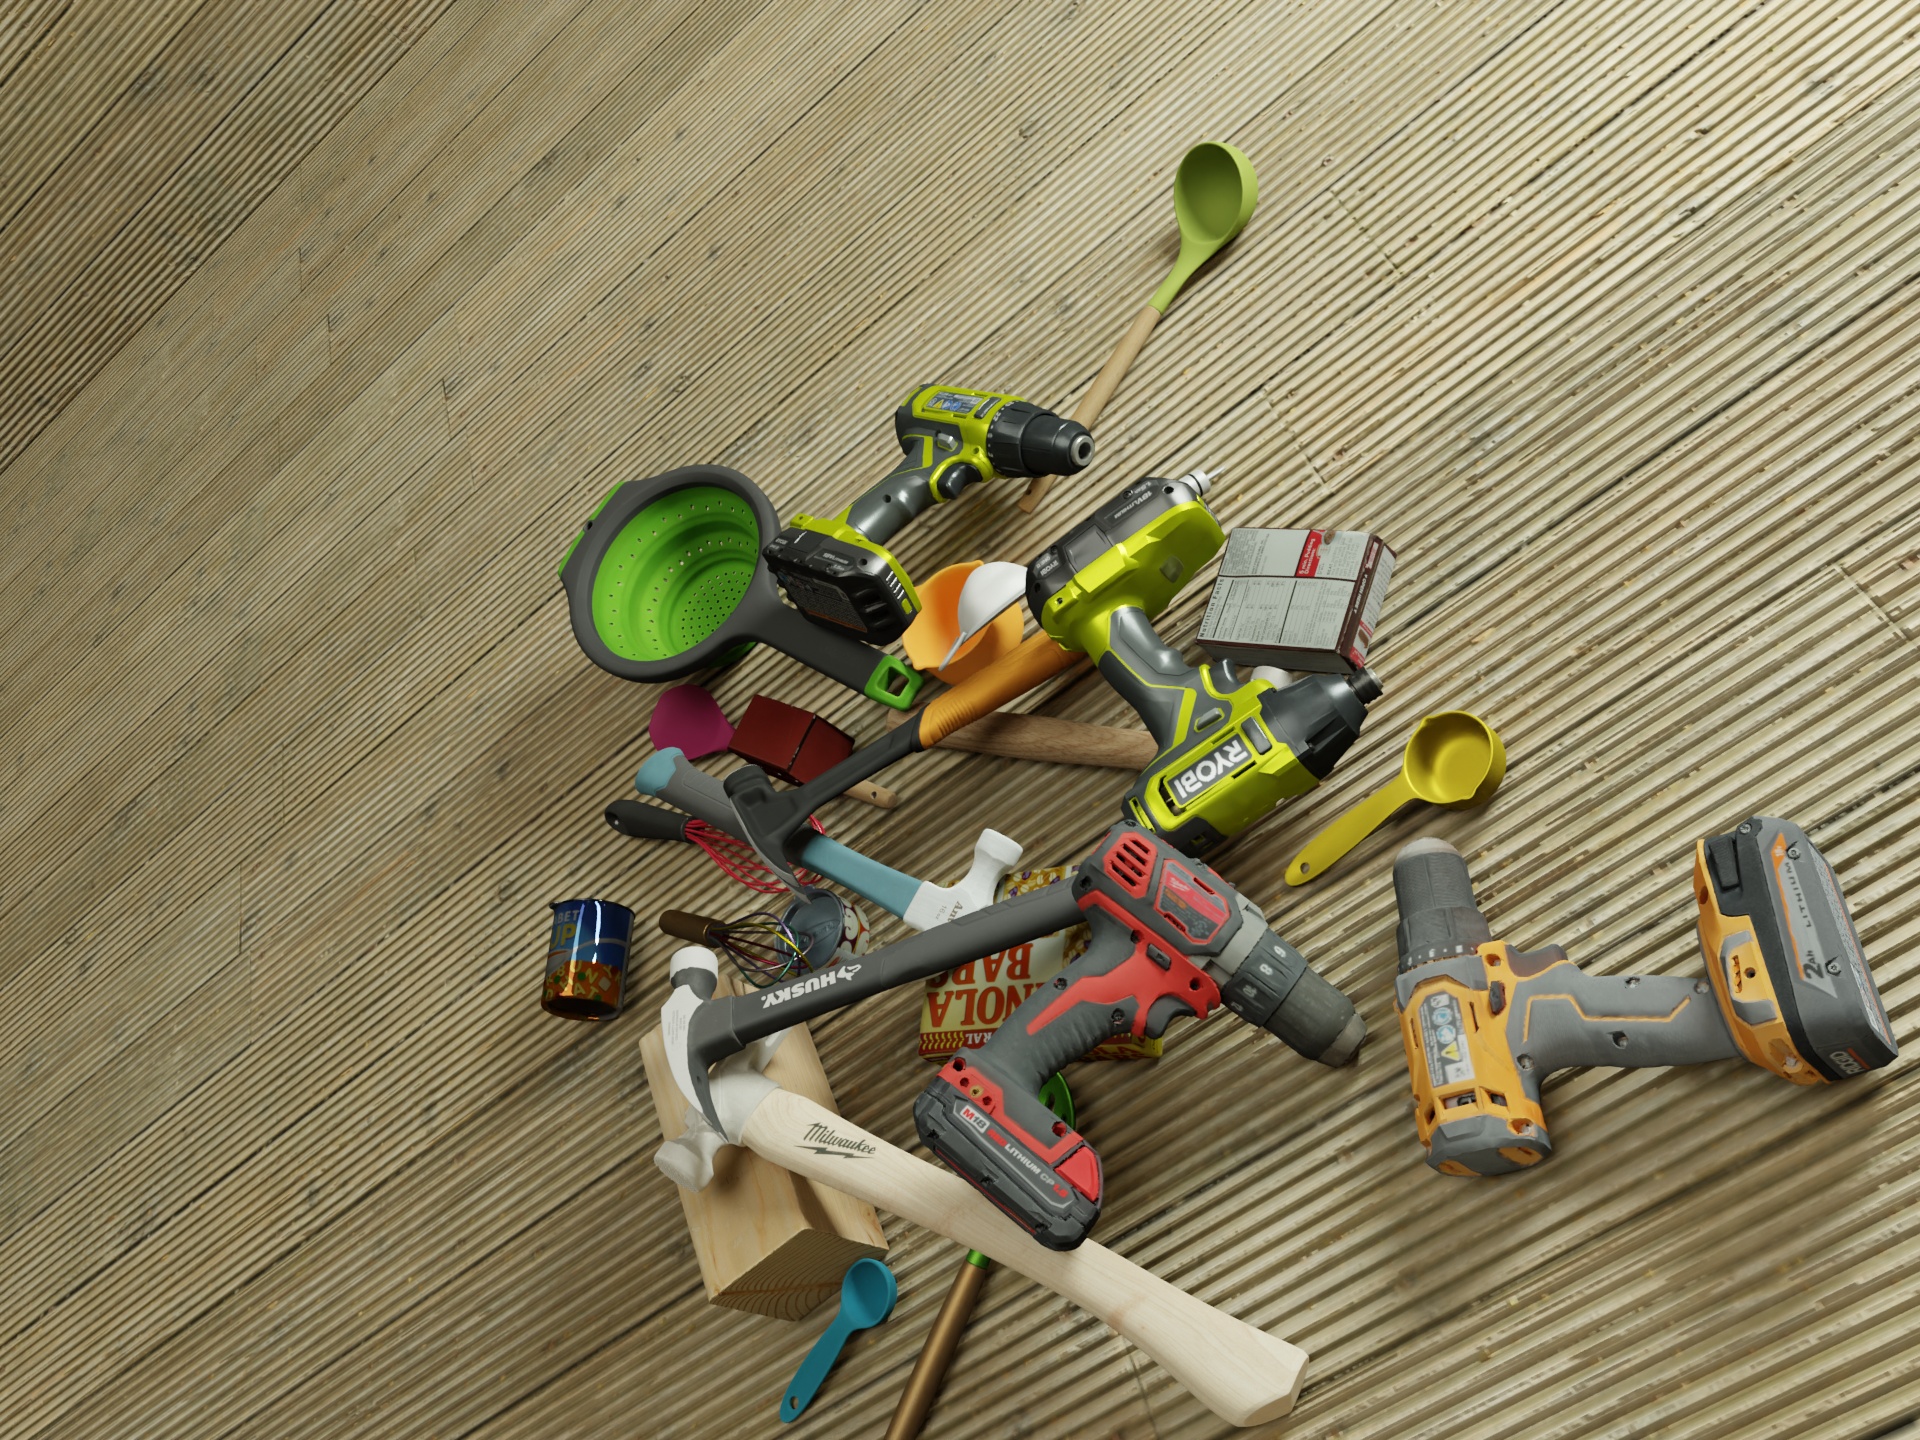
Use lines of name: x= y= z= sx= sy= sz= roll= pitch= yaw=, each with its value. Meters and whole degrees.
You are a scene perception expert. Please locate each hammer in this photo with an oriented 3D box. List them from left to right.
hammer: x=-0.114 y=0.088 z=1.140 sx=0.331 sy=0.033 sz=0.128 roll=22 pitch=79 yaw=35
hammer: x=-0.033 y=0.156 z=1.003 sx=0.335 sy=0.035 sz=0.146 roll=-21 pitch=39 yaw=8
hammer: x=-0.002 y=-0.004 z=1.110 sx=0.337 sy=0.034 sz=0.127 roll=-32 pitch=43 yaw=-6
hammer: x=0.013 y=0.288 z=0.946 sx=0.411 sy=0.038 sz=0.146 roll=18 pitch=57 yaw=29
hammer: x=0.073 y=0.017 z=1.117 sx=0.331 sy=0.031 sz=0.130 roll=6 pitch=70 yaw=41

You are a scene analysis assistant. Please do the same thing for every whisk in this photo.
whisk: x=-0.204 y=0.091 z=1.281 sx=0.296 sy=0.073 sz=0.073 roll=5 pitch=69 yaw=46
whisk: x=-0.172 y=0.166 z=1.190 sx=0.245 sy=0.047 sz=0.051 roll=-1 pitch=68 yaw=58

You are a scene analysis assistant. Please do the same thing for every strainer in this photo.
strainer: x=0.082 y=-0.120 z=1.129 sx=0.258 sy=0.050 sz=0.087 roll=-31 pitch=0 yaw=-11

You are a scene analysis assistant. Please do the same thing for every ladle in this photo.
ladle: x=0.129 y=-0.304 z=1.238 sx=0.078 sy=0.062 sz=0.320 roll=35 pitch=92 yaw=45

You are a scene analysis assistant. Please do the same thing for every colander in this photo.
colander: x=-0.168 y=-0.081 z=1.333 sx=0.397 sy=0.094 sz=0.204 roll=27 pitch=80 yaw=33

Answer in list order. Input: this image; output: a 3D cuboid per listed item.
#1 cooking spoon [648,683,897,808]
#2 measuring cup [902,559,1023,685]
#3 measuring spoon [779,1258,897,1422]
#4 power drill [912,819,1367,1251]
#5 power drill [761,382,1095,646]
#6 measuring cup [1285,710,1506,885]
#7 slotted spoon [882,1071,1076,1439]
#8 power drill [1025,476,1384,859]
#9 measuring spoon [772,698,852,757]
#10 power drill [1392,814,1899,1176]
cooking spoon: x=-0.162 y=0.027 z=1.310 sx=0.319 sy=0.017 sz=0.069 roll=17 pitch=85 yaw=44
measuring cup: x=-0.022 y=-0.082 z=1.236 sx=0.174 sy=0.052 sz=0.095 roll=25 pitch=83 yaw=46
measuring spoon: x=-0.078 y=0.405 z=1.033 sx=0.042 sy=0.021 sz=0.128 roll=42 pitch=104 yaw=42
power drill: x=0.102 y=0.190 z=0.900 sx=0.188 sy=0.080 sz=0.227 roll=38 pitch=74 yaw=12
power drill: x=-0.022 y=-0.166 z=1.211 sx=0.191 sy=0.080 sz=0.228 roll=21 pitch=62 yaw=45
measuring cup: x=0.260 y=0.055 z=0.956 sx=0.156 sy=0.029 sz=0.062 roll=-43 pitch=45 yaw=27
slotted spoon: x=-0.002 y=0.360 z=0.986 sx=0.070 sy=0.031 sz=0.314 roll=17 pitch=79 yaw=43
power drill: x=0.149 y=-0.040 z=1.010 sx=0.171 sy=0.080 sz=0.223 roll=-36 pitch=58 yaw=14
measuring spoon: x=-0.125 y=0.009 z=1.298 sx=0.117 sy=0.011 sz=0.021 roll=26 pitch=86 yaw=41
power drill: x=0.330 y=0.122 z=0.820 sx=0.226 sy=0.084 sz=0.186 roll=-25 pitch=51 yaw=32
